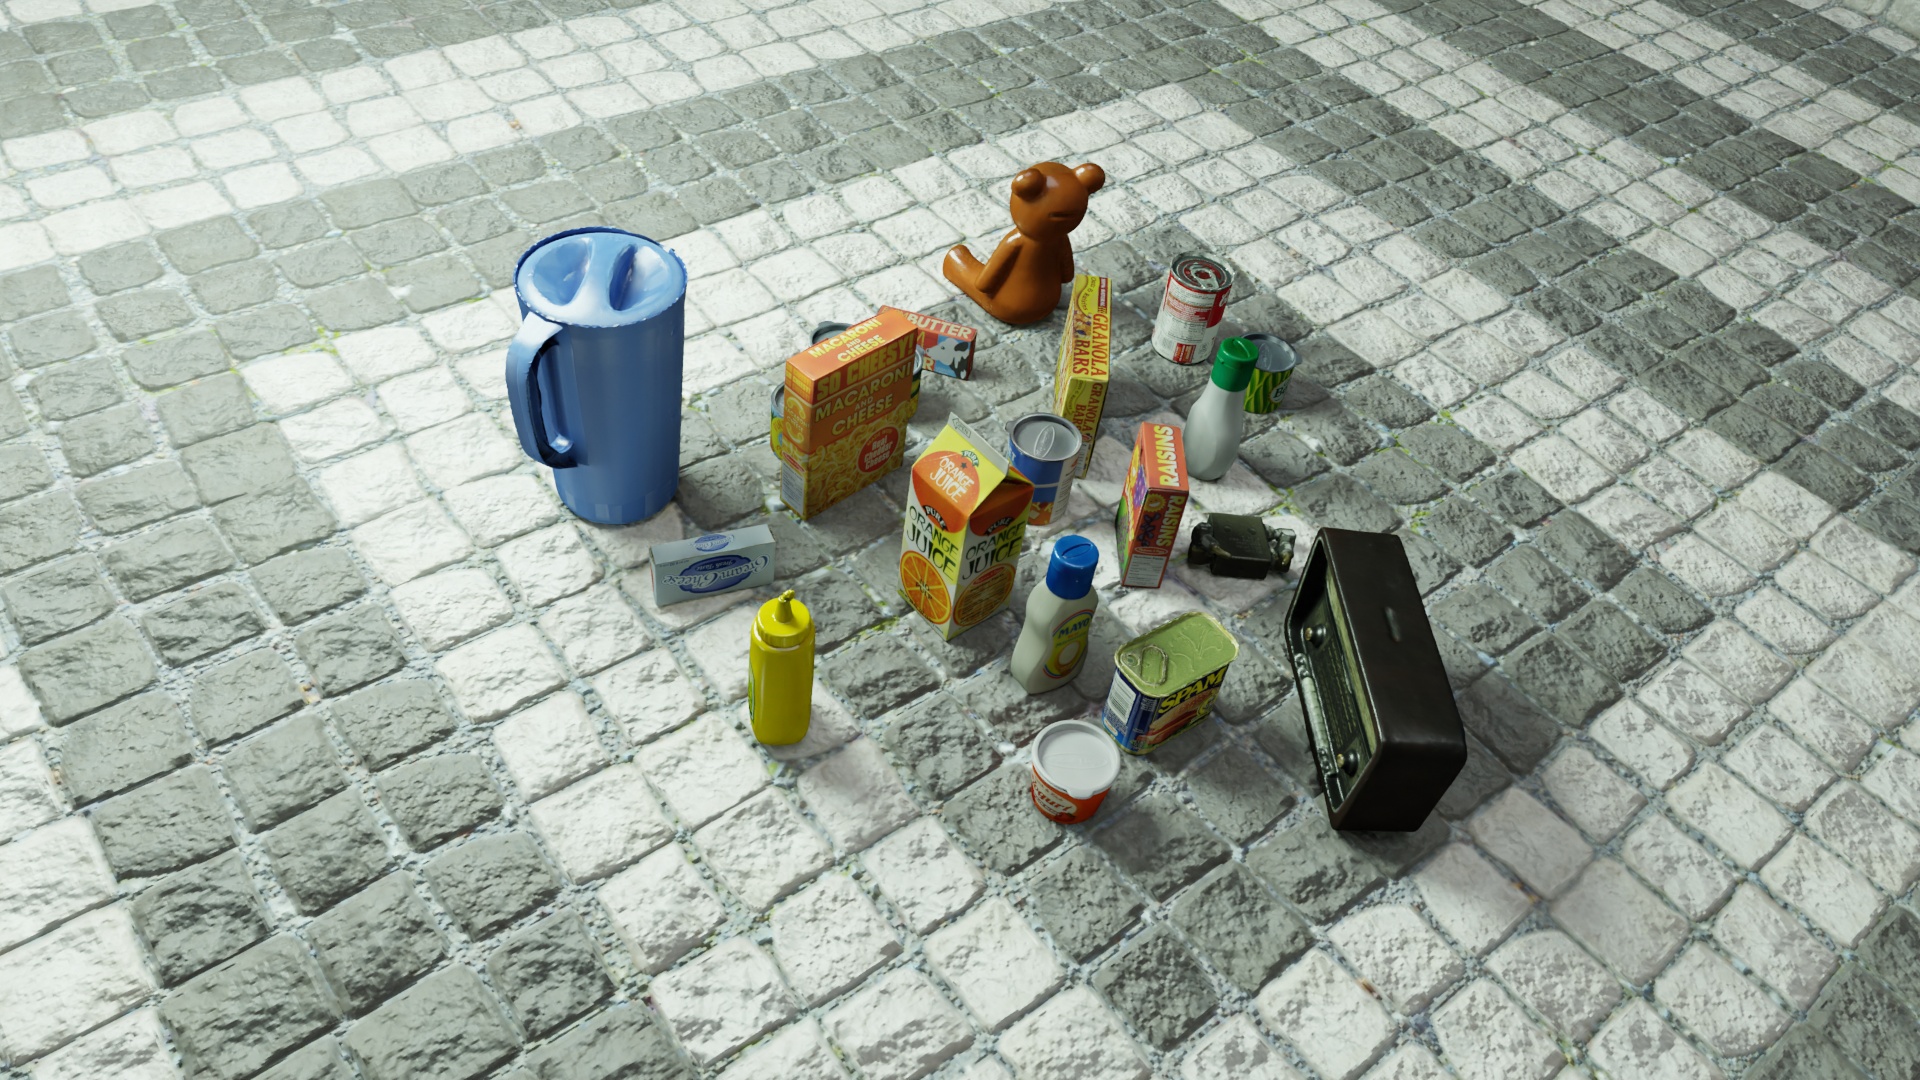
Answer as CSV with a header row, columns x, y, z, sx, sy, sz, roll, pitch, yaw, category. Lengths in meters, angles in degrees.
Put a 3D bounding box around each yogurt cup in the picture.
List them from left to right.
x,y,z,sx,sy,sz,roll,pitch,yaw,category
0.084,0.179,1.060,0.072,0.053,0.073,5,45,-5,yogurt cup

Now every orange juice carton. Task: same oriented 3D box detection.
x,y,z,sx,sy,sz,roll,pitch,yaw,category
0.004,-0.014,1.139,0.073,0.191,0.072,-27,56,-31,orange juice carton

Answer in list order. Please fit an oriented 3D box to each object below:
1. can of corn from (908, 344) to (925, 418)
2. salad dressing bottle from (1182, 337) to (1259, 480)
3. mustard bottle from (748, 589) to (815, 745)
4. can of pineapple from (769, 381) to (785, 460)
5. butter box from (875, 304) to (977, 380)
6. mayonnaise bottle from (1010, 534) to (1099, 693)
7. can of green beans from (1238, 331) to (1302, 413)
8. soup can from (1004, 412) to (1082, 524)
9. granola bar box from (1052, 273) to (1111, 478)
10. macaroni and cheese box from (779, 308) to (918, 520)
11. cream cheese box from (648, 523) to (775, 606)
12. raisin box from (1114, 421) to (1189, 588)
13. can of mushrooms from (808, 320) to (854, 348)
x,y,z,sx,sy,sz,roll,pitch,yaw,category
-0.070,-0.157,1.361,0.071,0.058,0.071,5,45,-5,can of corn
0.247,-0.124,1.319,0.044,0.146,0.064,-10,48,-18,salad dressing bottle
-0.134,0.088,1.039,0.049,0.159,0.065,-2,46,-11,mustard bottle
-0.146,-0.110,1.302,0.071,0.057,0.071,5,45,-5,can of pineapple
-0.037,-0.202,1.415,0.103,0.052,0.024,16,46,6,butter box
0.080,0.059,1.111,0.065,0.147,0.041,-22,53,-27,mayonnaise bottle
0.310,-0.174,1.441,0.071,0.057,0.071,5,45,-5,can of green beans
0.070,-0.066,1.278,0.071,0.083,0.072,5,45,-5,soup can
0.117,-0.161,1.350,0.039,0.123,0.166,8,45,-1,granola bar box
-0.101,-0.111,1.235,0.040,0.165,0.124,38,52,26,macaroni and cheese box
-0.208,0.021,1.167,0.104,0.053,0.024,-12,49,-20,cream cheese box
0.168,-0.030,1.231,0.040,0.122,0.086,6,45,-3,raisin box
-0.122,-0.189,1.402,0.071,0.033,0.071,5,45,-5,can of mushrooms
